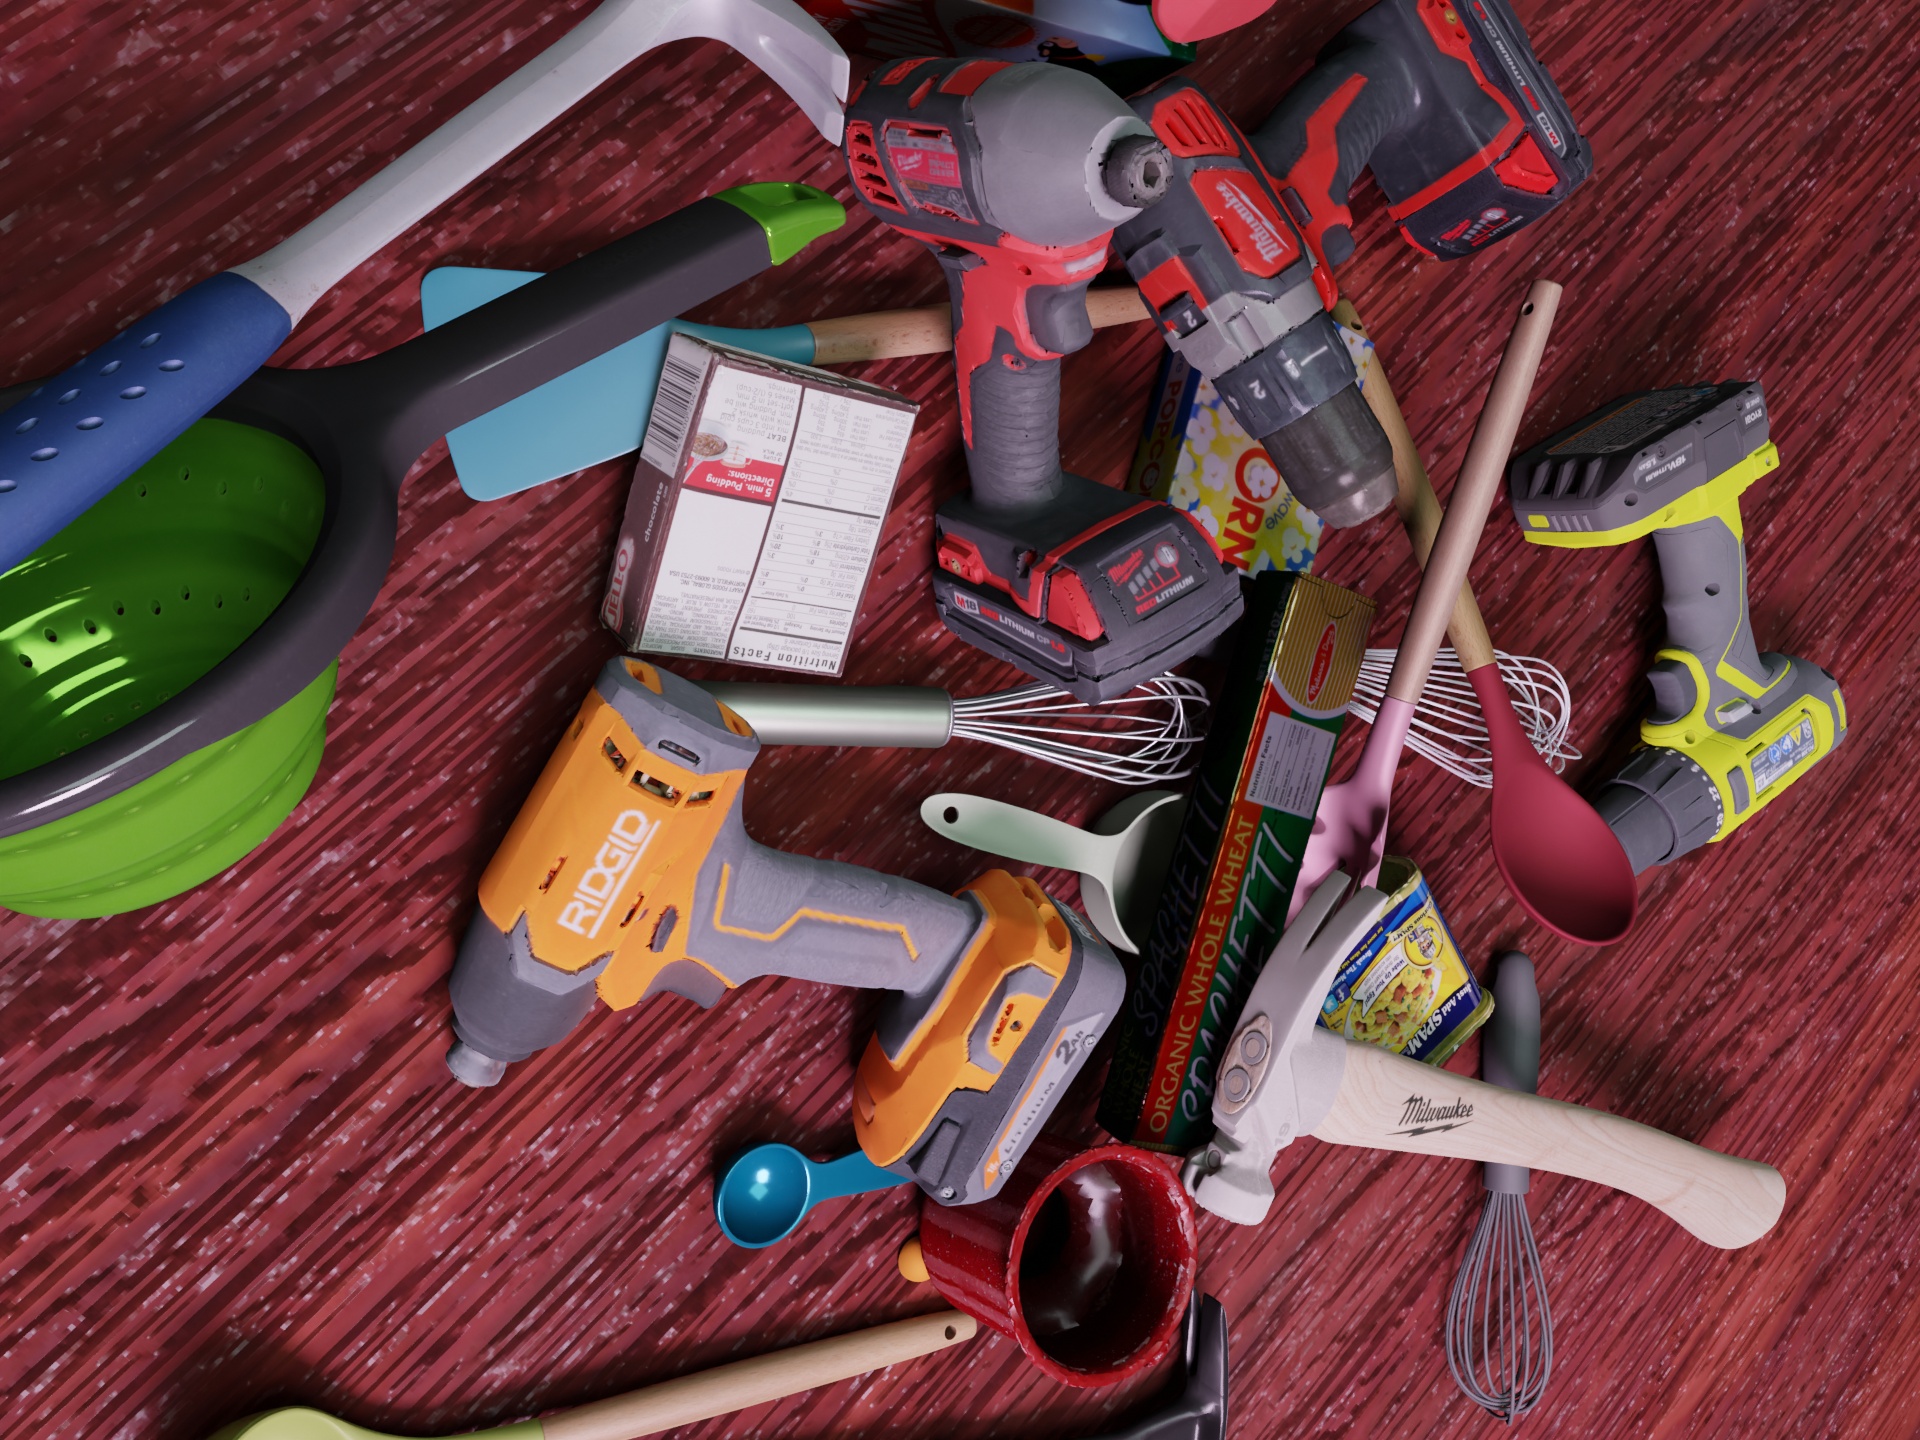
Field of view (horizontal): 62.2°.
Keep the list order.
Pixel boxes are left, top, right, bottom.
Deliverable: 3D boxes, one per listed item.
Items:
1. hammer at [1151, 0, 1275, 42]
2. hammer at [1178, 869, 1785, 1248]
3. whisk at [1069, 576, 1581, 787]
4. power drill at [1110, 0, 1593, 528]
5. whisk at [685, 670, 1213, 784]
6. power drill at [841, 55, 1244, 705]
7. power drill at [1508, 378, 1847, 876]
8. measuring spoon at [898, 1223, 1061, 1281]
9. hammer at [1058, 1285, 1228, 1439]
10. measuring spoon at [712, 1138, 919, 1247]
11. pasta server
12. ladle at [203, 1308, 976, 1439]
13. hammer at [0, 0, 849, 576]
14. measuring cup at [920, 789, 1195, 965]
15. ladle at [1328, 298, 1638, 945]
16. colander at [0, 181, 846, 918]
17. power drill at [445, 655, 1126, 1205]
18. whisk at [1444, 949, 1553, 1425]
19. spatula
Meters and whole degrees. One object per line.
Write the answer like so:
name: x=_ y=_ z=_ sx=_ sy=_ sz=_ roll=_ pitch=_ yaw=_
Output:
hammer: x=0.071 y=-0.400 z=0.572 sx=0.143 sy=0.038 sz=0.387 roll=18 pitch=60 yaw=-28
hammer: x=0.279 y=0.187 z=0.751 sx=0.410 sy=0.038 sz=0.146 roll=21 pitch=95 yaw=-34
whisk: x=0.173 y=-0.022 z=0.736 sx=0.284 sy=0.070 sz=0.070 roll=14 pitch=87 yaw=-23
power drill: x=0.169 y=-0.202 z=0.669 sx=0.227 sy=0.080 sz=0.188 roll=-37 pitch=98 yaw=-30
whisk: x=-0.001 y=-0.002 z=0.652 sx=0.246 sy=0.057 sz=0.059 roll=1 pitch=59 yaw=-25
power drill: x=0.033 y=-0.124 z=0.576 sx=0.078 sy=0.143 sz=0.219 roll=-30 pitch=126 yaw=-25
power drill: x=0.362 y=-0.041 z=0.819 sx=0.190 sy=0.080 sz=0.228 roll=-29 pitch=109 yaw=-23
measuring spoon: x=0.027 y=0.234 z=0.698 sx=0.116 sy=0.011 sz=0.021 roll=6 pitch=91 yaw=-28
hammer: x=-0.031 y=0.315 z=0.661 sx=0.336 sy=0.034 sz=0.127 roll=4 pitch=93 yaw=-28
measuring spoon: x=-0.047 y=0.183 z=0.657 sx=0.128 sy=0.021 sz=0.042 roll=-4 pitch=98 yaw=-37
pasta server: x=0.195 y=-0.036 z=0.687 sx=0.040 sy=0.060 sz=0.316 roll=11 pitch=101 yaw=-38
ladle: x=-0.128 y=0.266 z=0.596 sx=0.320 sy=0.062 sz=0.078 roll=-3 pitch=87 yaw=-30
hammer: x=-0.188 y=-0.123 z=0.453 sx=0.144 sy=0.035 sz=0.406 roll=32 pitch=59 yaw=10
measuring cup: x=0.050 y=0.056 z=0.683 sx=0.167 sy=0.038 sz=0.083 roll=17 pitch=86 yaw=-26
ladle: x=0.226 y=-0.048 z=0.721 sx=0.069 sy=0.031 sz=0.315 roll=-14 pitch=80 yaw=-27
colander: x=-0.193 y=-0.053 z=0.494 sx=0.397 sy=0.205 sz=0.094 roll=-35 pitch=140 yaw=-24
power drill: x=-0.070 y=0.096 z=0.595 sx=0.226 sy=0.084 sz=0.164 roll=29 pitch=97 yaw=-22
whisk: x=0.280 y=0.237 z=0.815 sx=0.055 sy=0.055 sz=0.239 roll=5 pitch=87 yaw=-28
spatula: x=-0.044 y=-0.152 z=0.628 sx=0.317 sy=0.044 sz=0.082 roll=-15 pitch=101 yaw=-31
